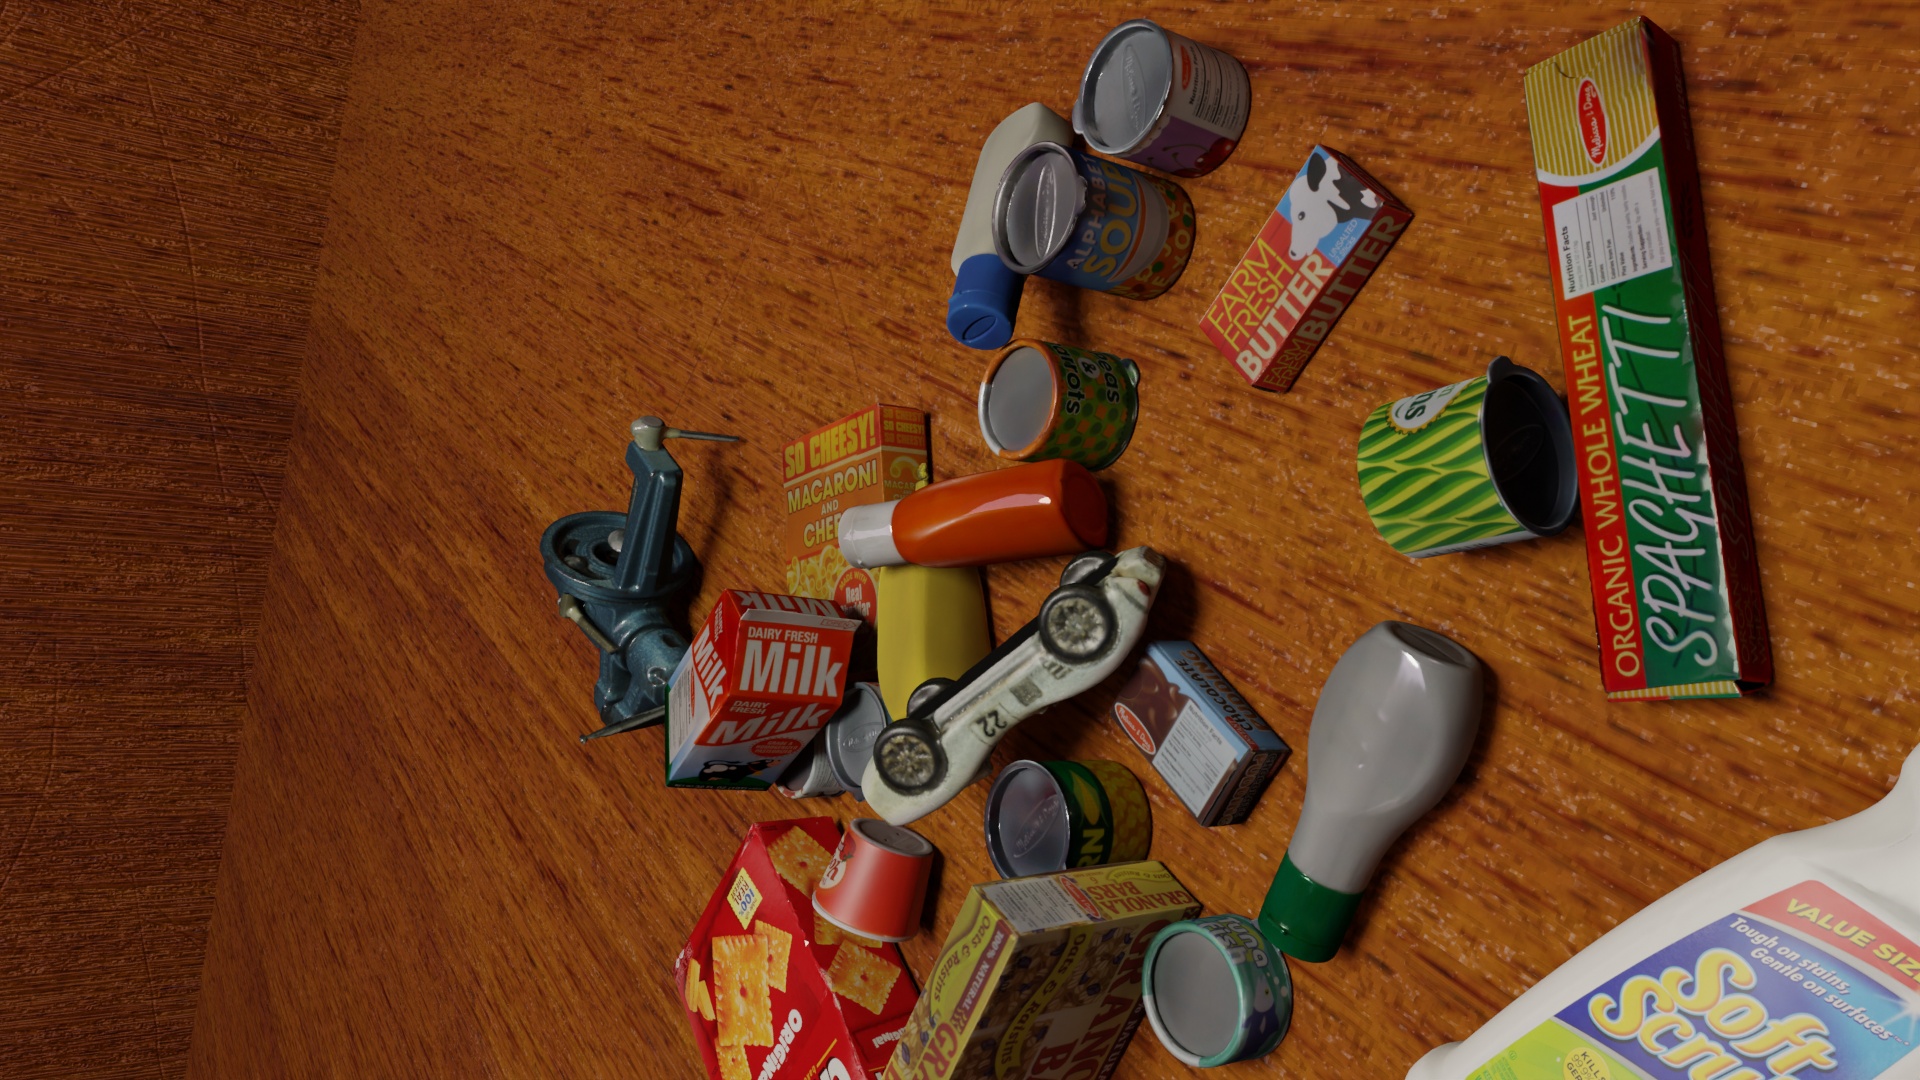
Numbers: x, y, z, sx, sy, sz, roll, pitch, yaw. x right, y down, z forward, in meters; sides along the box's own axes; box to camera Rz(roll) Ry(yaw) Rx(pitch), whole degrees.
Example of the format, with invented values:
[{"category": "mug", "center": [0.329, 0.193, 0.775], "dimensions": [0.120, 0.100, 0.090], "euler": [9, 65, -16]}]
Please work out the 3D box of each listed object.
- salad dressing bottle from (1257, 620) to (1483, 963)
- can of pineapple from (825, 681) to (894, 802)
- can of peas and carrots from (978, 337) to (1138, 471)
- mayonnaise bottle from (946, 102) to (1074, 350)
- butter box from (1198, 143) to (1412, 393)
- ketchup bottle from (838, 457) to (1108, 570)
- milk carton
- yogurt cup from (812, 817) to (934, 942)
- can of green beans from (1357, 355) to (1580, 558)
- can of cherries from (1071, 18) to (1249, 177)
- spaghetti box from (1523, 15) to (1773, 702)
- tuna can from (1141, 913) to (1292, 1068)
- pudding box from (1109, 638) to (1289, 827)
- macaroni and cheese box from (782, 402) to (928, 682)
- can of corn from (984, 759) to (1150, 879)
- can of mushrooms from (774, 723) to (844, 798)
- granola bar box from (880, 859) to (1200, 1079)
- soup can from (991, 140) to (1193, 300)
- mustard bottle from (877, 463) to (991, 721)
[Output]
[{"category": "salad dressing bottle", "center": [0.168, 0.108, 0.585], "dimensions": [0.064, 0.044, 0.147], "euler": [38, 116, 46]}, {"category": "can of pineapple", "center": [-0.041, 0.121, 0.842], "dimensions": [0.071, 0.058, 0.071], "euler": [-9, 78, 52]}, {"category": "can of peas and carrots", "center": [0.053, -0.074, 0.745], "dimensions": [0.071, 0.059, 0.071], "euler": [-8, 80, 52]}, {"category": "mayonnaise bottle", "center": [0.024, -0.172, 0.765], "dimensions": [0.064, 0.041, 0.149], "euler": [-31, 37, 49]}, {"category": "butter box", "center": [0.157, -0.124, 0.644], "dimensions": [0.103, 0.024, 0.053], "euler": [-58, 44, 29]}, {"category": "ketchup bottle", "center": [0.003, -0.010, 0.761], "dimensions": [0.148, 0.064, 0.044], "euler": [-8, 61, 30]}, {"category": "milk carton", "center": [-0.127, 0.089, 0.866], "dimensions": [0.189, 0.072, 0.074], "euler": [129, 141, -50]}, {"category": "yogurt cup", "center": [-0.050, 0.203, 0.840], "dimensions": [0.072, 0.072, 0.054], "euler": [24, 97, 51]}, {"category": "can of green beans", "center": [0.198, -0.029, 0.544], "dimensions": [0.057, 0.071, 0.071], "euler": [-16, 73, 51]}, {"category": "can of cherries", "center": [0.101, -0.222, 0.703], "dimensions": [0.071, 0.058, 0.071], "euler": [-7, 81, 52]}, {"category": "spaghetti box", "center": [0.250, -0.066, 0.511], "dimensions": [0.050, 0.029, 0.250], "euler": [-16, 73, 51]}, {"category": "tuna can", "center": [0.119, 0.206, 0.644], "dimensions": [0.071, 0.033, 0.071], "euler": [-8, 79, 52]}, {"category": "pudding box", "center": [0.113, 0.091, 0.669], "dimensions": [0.084, 0.030, 0.049], "euler": [50, 125, 43]}, {"category": "macaroni and cheese box", "center": [-0.068, 0.007, 0.907], "dimensions": [0.123, 0.040, 0.166], "euler": [-16, 73, 51]}, {"category": "can of corn", "center": [0.056, 0.148, 0.712], "dimensions": [0.071, 0.058, 0.071], "euler": [-9, 78, 52]}, {"category": "can of mushrooms", "center": [-0.102, 0.140, 0.939], "dimensions": [0.071, 0.033, 0.071], "euler": [-7, 80, 52]}, {"category": "granola bar box", "center": [0.032, 0.235, 0.677], "dimensions": [0.039, 0.124, 0.165], "euler": [43, 119, 43]}, {"category": "soup can", "center": [0.070, -0.162, 0.713], "dimensions": [0.071, 0.084, 0.071], "euler": [-8, 79, 52]}, {"category": "mustard bottle", "center": [-0.018, 0.030, 0.824], "dimensions": [0.048, 0.065, 0.161], "euler": [-25, 60, 42]}]
